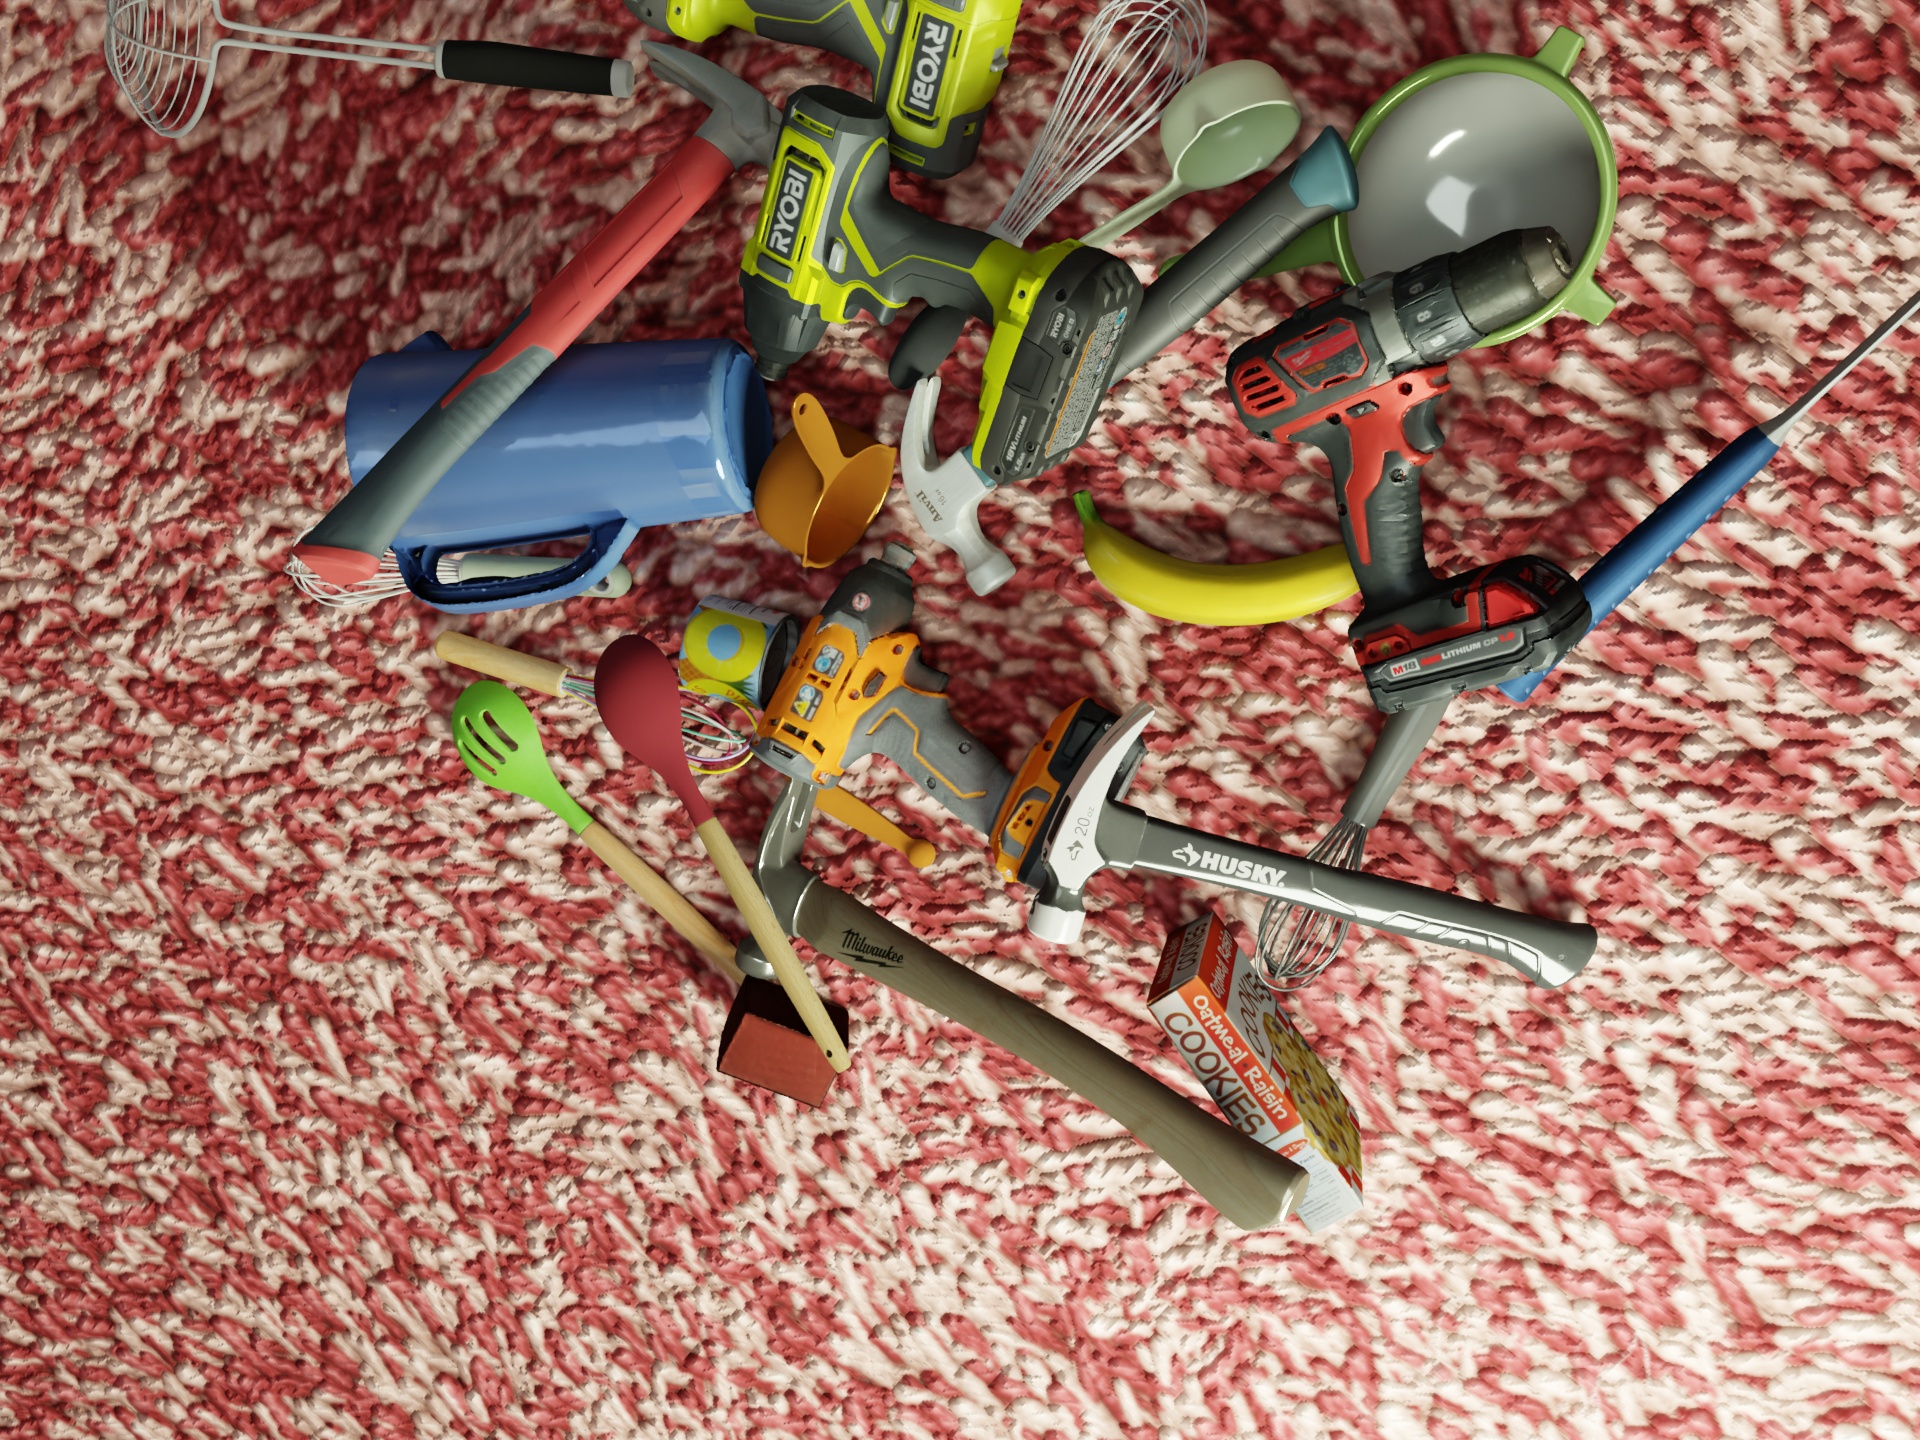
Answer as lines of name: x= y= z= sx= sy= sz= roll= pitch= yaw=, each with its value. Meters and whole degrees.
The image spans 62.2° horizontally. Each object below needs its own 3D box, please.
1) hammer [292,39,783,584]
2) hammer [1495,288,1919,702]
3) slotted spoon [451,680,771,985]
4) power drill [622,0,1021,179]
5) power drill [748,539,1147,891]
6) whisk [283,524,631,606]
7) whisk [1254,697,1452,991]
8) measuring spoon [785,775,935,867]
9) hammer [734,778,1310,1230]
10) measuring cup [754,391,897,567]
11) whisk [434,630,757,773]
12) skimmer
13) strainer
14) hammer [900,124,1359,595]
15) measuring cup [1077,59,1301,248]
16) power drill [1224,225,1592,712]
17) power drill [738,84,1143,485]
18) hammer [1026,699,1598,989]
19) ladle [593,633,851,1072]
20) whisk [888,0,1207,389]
hammer: x=-0.256 y=-0.239 z=0.939 sx=0.143 sy=0.038 sz=0.386 roll=38 pitch=80 yaw=18
hammer: x=0.441 y=-0.160 z=0.849 sx=0.035 sy=0.144 sz=0.405 roll=44 pitch=116 yaw=4
slotted spoon: x=-0.239 y=0.091 z=1.104 sx=0.314 sy=0.031 sz=0.070 roll=43 pitch=113 yaw=1
power drill: x=-0.070 y=-0.440 z=0.903 sx=0.228 sy=0.080 sz=0.190 roll=26 pitch=130 yaw=9
power drill: x=-0.002 y=-0.003 z=0.994 sx=0.226 sy=0.084 sz=0.164 roll=27 pitch=92 yaw=11
whisk: x=-0.342 y=-0.102 z=1.081 sx=0.246 sy=0.059 sz=0.057 roll=4 pitch=110 yaw=8
whisk: x=0.245 y=0.061 z=0.968 sx=0.055 sy=0.055 sz=0.239 roll=28 pitch=102 yaw=7
measuring spoon: x=-0.069 y=0.065 z=1.063 sx=0.117 sy=0.011 sz=0.021 roll=31 pitch=107 yaw=7
hammer: x=0.028 y=0.174 z=0.973 sx=0.411 sy=0.038 sz=0.146 roll=26 pitch=110 yaw=29
measuring cup: x=-0.093 y=-0.158 z=0.946 sx=0.052 sy=0.173 sz=0.095 roll=33 pitch=79 yaw=18
whisk: x=-0.250 y=-0.016 z=1.077 sx=0.245 sy=0.051 sz=0.047 roll=17 pitch=110 yaw=13
skimmer: x=-0.385 y=-0.431 z=1.034 sx=0.363 sy=0.090 sz=0.127 roll=7 pitch=100 yaw=2
strainer: x=0.239 y=-0.278 z=0.900 sx=0.256 sy=0.069 sz=0.151 roll=-5 pitch=102 yaw=33
hammer: x=0.093 y=-0.215 z=0.928 sx=0.331 sy=0.033 sz=0.128 roll=-37 pitch=89 yaw=28
measuring cup: x=0.116 y=-0.321 z=0.920 sx=0.167 sy=0.083 sz=0.038 roll=-26 pitch=76 yaw=34
power drill: x=0.262 y=-0.135 z=0.852 sx=0.188 sy=0.080 sz=0.226 roll=-20 pitch=96 yaw=39
power drill: x=-0.023 y=-0.236 z=0.911 sx=0.223 sy=0.080 sz=0.171 roll=32 pitch=125 yaw=16
hammer: x=0.216 y=0.093 z=0.934 sx=0.334 sy=0.035 sz=0.146 roll=15 pitch=99 yaw=-7
ladle: x=-0.152 y=0.088 z=1.024 sx=0.069 sy=0.031 sz=0.315 roll=-29 pitch=91 yaw=31
whisk: x=0.043 y=-0.310 z=0.940 sx=0.070 sy=0.070 sz=0.284 roll=42 pitch=113 yaw=3
